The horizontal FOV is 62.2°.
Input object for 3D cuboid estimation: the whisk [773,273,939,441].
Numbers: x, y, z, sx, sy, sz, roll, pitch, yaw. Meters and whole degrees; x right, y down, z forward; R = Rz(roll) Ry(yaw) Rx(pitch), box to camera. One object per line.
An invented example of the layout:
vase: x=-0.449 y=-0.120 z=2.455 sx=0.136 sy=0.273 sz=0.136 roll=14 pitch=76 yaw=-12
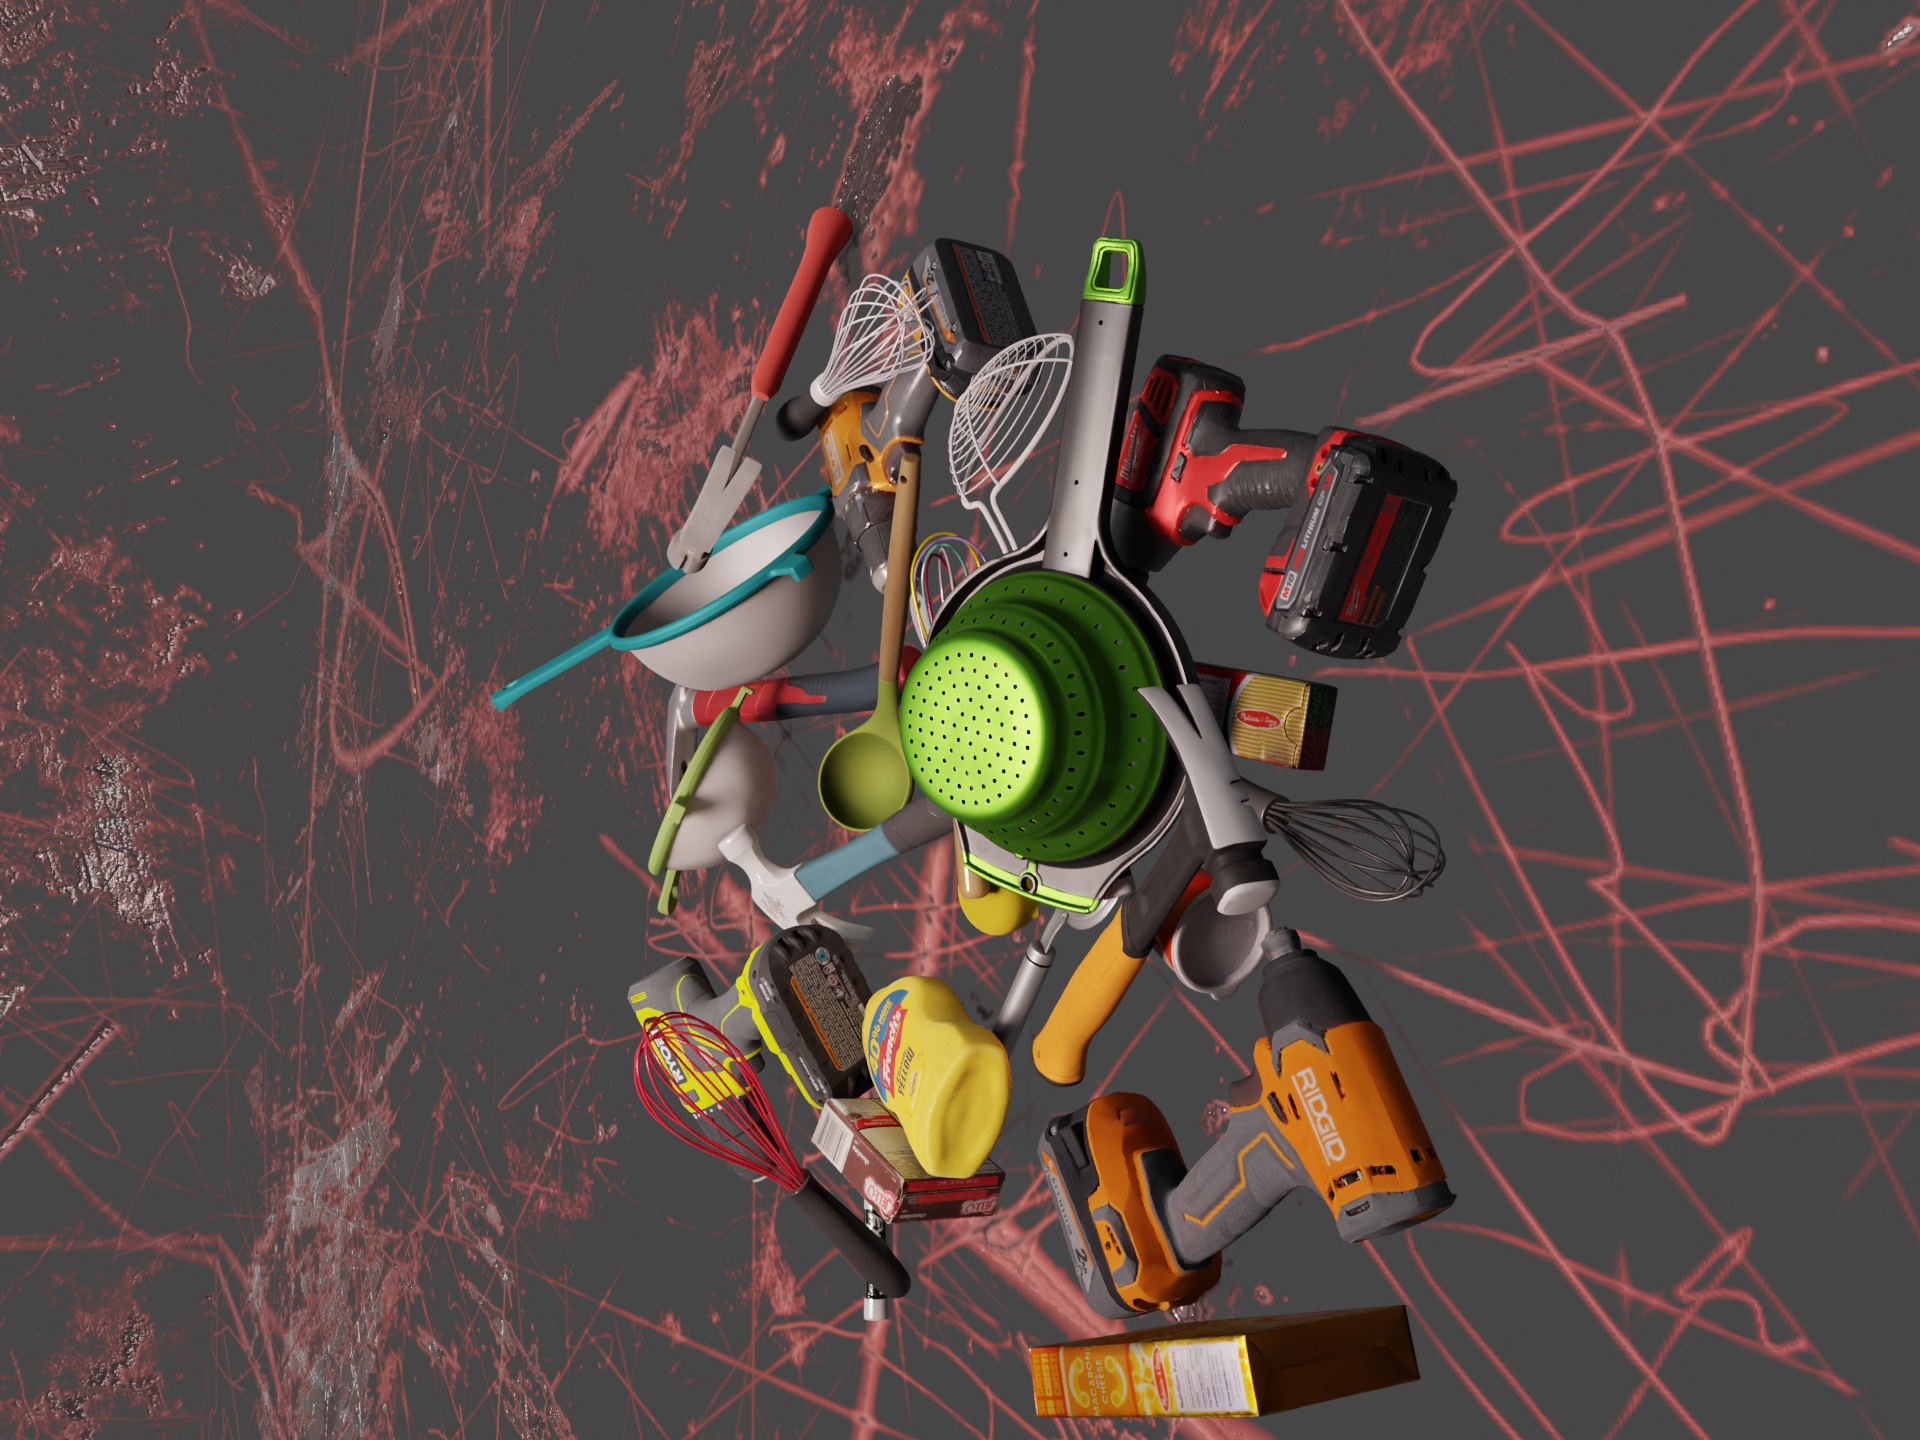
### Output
whisk: x=-0.085 y=-0.253 z=1.159 sx=0.284 sy=0.070 sz=0.070 roll=163 pitch=109 yaw=-65

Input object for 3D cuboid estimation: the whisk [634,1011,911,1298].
whisk: x=-0.126 y=0.310 z=1.107 sx=0.073 sy=0.295 sz=0.073 roll=-32 pitch=23 yaw=15

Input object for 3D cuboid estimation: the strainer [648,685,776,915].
strainer: x=-0.207 y=0.101 z=1.336 sx=0.256 sy=0.069 sz=0.152 roll=115 pitch=179 yaw=-48

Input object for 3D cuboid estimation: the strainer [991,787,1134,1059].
strainer: x=0.055 y=0.148 z=1.052 sx=0.087 sy=0.050 sz=0.258 roll=-116 pitch=42 yaw=-57

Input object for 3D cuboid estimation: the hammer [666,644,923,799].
hammer: x=-0.145 y=-0.003 z=1.338 sx=0.386 sy=0.038 sz=0.143 roll=-4 pitch=83 yaw=53

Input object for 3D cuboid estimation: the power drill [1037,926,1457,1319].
power drill: x=0.147 y=0.226 z=0.881 sx=0.226 sy=0.084 sz=0.164 roll=-40 pitch=58 yaw=38

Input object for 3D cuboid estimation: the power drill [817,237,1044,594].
power drill: x=-0.029 y=-0.218 z=1.185 sx=0.226 sy=0.084 sz=0.186 roll=-46 pitch=50 yaw=45

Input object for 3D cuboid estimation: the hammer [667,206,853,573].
hammer: x=-0.144 y=-0.285 z=1.247 sx=0.149 sy=0.036 sz=0.359 roll=-46 pitch=24 yaw=53

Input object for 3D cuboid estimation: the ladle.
ladle: x=-0.056 y=-0.046 z=1.126 sx=0.078 sy=0.062 sz=0.320 roll=29 pitch=136 yaw=22

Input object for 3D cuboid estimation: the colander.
colander: x=0.043 y=-0.078 z=0.917 sx=0.205 sy=0.094 sz=0.397 roll=17 pitch=105 yaw=35

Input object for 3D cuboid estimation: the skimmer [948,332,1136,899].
skimmer: x=0.072 y=-0.070 z=1.014 sx=0.127 sy=0.090 sz=0.363 roll=-30 pitch=74 yaw=58

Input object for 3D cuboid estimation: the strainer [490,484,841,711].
strainer: x=-0.228 y=-0.061 z=1.308 sx=0.340 sy=0.095 sz=0.211 roll=-27 pitch=22 yaw=15

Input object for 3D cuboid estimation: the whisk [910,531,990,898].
whisk: x=-0.004 y=-0.003 z=1.060 sx=0.051 sy=0.047 sz=0.245 roll=-4 pitch=92 yaw=36

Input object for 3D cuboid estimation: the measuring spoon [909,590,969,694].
measuring spoon: x=-0.014 y=-0.056 z=1.197 sx=0.034 sy=0.018 sz=0.124 roll=-56 pitch=38 yaw=31

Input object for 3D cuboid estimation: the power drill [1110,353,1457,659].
power drill: x=0.165 y=-0.120 z=0.918 sx=0.220 sy=0.078 sz=0.143 roll=38 pitch=115 yaw=51

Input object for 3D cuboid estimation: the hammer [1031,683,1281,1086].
hammer: x=0.092 y=0.121 z=0.911 sx=0.336 sy=0.034 sz=0.127 roll=109 pitch=149 yaw=-53

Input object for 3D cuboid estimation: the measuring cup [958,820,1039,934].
measuring cup: x=0.034 y=0.080 z=1.064 sx=0.062 sy=0.029 sz=0.156 roll=38 pitch=129 yaw=31

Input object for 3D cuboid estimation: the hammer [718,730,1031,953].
hammer: x=-0.039 y=0.078 z=1.152 sx=0.331 sy=0.033 sz=0.128 roll=-31 pitch=100 yaw=38

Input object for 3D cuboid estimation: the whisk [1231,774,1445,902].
whisk: x=0.179 y=0.050 z=0.899 sx=0.239 sy=0.055 sz=0.055 roll=26 pitch=106 yaw=56

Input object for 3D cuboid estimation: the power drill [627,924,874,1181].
power drill: x=-0.156 y=0.264 z=1.255 sx=0.228 sy=0.080 sz=0.190 roll=-29 pitch=89 yaw=46
